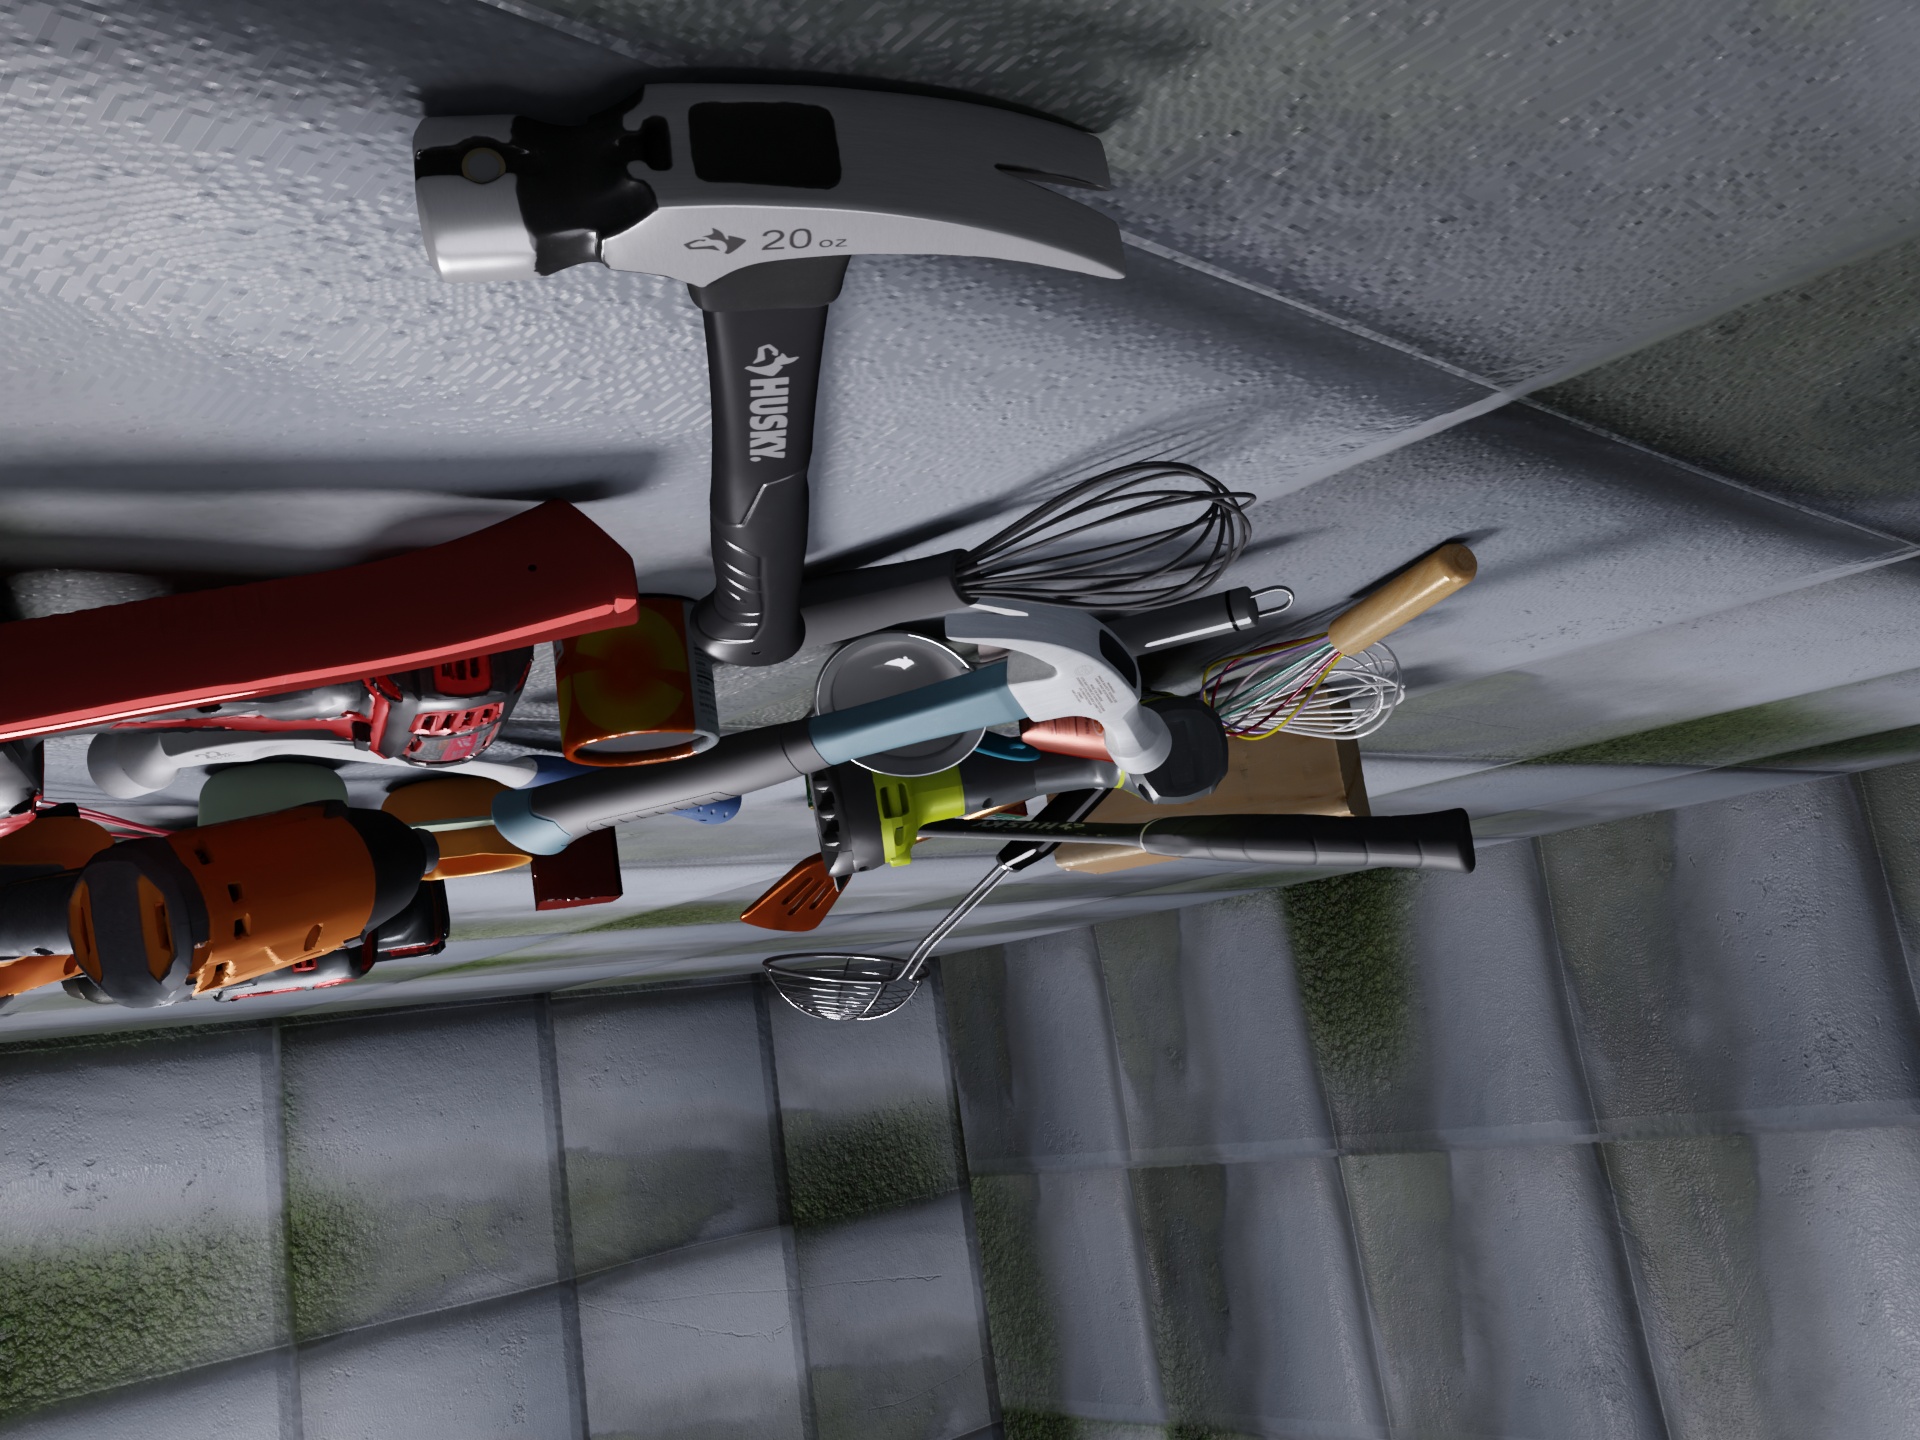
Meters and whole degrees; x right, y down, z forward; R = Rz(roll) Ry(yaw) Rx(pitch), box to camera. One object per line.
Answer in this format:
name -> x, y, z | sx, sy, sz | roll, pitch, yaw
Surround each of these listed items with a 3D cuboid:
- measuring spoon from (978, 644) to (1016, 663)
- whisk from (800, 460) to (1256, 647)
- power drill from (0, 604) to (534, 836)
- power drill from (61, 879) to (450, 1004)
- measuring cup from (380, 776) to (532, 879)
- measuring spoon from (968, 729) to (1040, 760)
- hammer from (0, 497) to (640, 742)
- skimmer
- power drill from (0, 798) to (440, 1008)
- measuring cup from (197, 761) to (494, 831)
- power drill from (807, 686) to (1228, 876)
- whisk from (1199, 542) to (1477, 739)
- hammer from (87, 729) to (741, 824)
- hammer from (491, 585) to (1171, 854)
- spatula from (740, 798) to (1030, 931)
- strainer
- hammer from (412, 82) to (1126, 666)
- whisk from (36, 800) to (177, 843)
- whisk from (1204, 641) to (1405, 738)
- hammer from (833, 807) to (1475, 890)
measuring spoon -> 0.020, -0.026, 0.832 | 0.034, 0.018, 0.124 | -8, 168, -2
whisk -> 0.002, -0.056, 0.615 | 0.239, 0.055, 0.055 | -10, 170, 32
power drill -> -0.275, -0.007, 0.581 | 0.219, 0.078, 0.143 | -6, 169, -24
power drill -> -0.457, 0.143, 1.062 | 0.188, 0.080, 0.226 | -8, -179, 1
measuring cup -> -0.341, 0.063, 0.940 | 0.173, 0.052, 0.095 | 2, 165, -35
measuring spoon -> -0.001, -0.003, 0.820 | 0.042, 0.021, 0.129 | -16, -159, -33
hammer -> -0.276, -0.004, 0.479 | 0.359, 0.149, 0.036 | -11, 174, -17
skimmer -> -0.012, 0.111, 1.142 | 0.127, 0.090, 0.363 | 5, 139, -44
power drill -> -0.345, 0.074, 0.674 | 0.226, 0.084, 0.164 | -6, -176, 23
measuring cup -> -0.332, 0.045, 0.882 | 0.167, 0.038, 0.083 | -1, 167, -33
power drill -> 0.025, 0.026, 0.919 | 0.223, 0.080, 0.171 | -10, -175, -7
whisk -> 0.190, -0.039, 0.845 | 0.051, 0.047, 0.245 | -5, 164, -22
hammer -> -0.243, 0.027, 0.865 | 0.144, 0.035, 0.405 | -13, 168, 24
hammer -> -0.077, 0.014, 0.755 | 0.331, 0.033, 0.128 | -15, 139, 20
spatula -> -0.024, 0.087, 1.146 | 0.322, 0.041, 0.081 | -24, 153, 32
strainer -> 0.033, -0.027, 0.755 | 0.258, 0.050, 0.086 | -14, 123, 23
hammer -> -0.054, -0.075, 0.473 | 0.146, 0.035, 0.334 | -6, 167, -9
whisk -> -0.453, 0.074, 0.909 | 0.073, 0.073, 0.295 | -15, 173, 31
whisk -> 0.175, -0.004, 0.988 | 0.057, 0.059, 0.246 | 14, 163, -33
hammer -> 0.098, 0.066, 0.920 | 0.409, 0.036, 0.149 | -2, -164, 39
